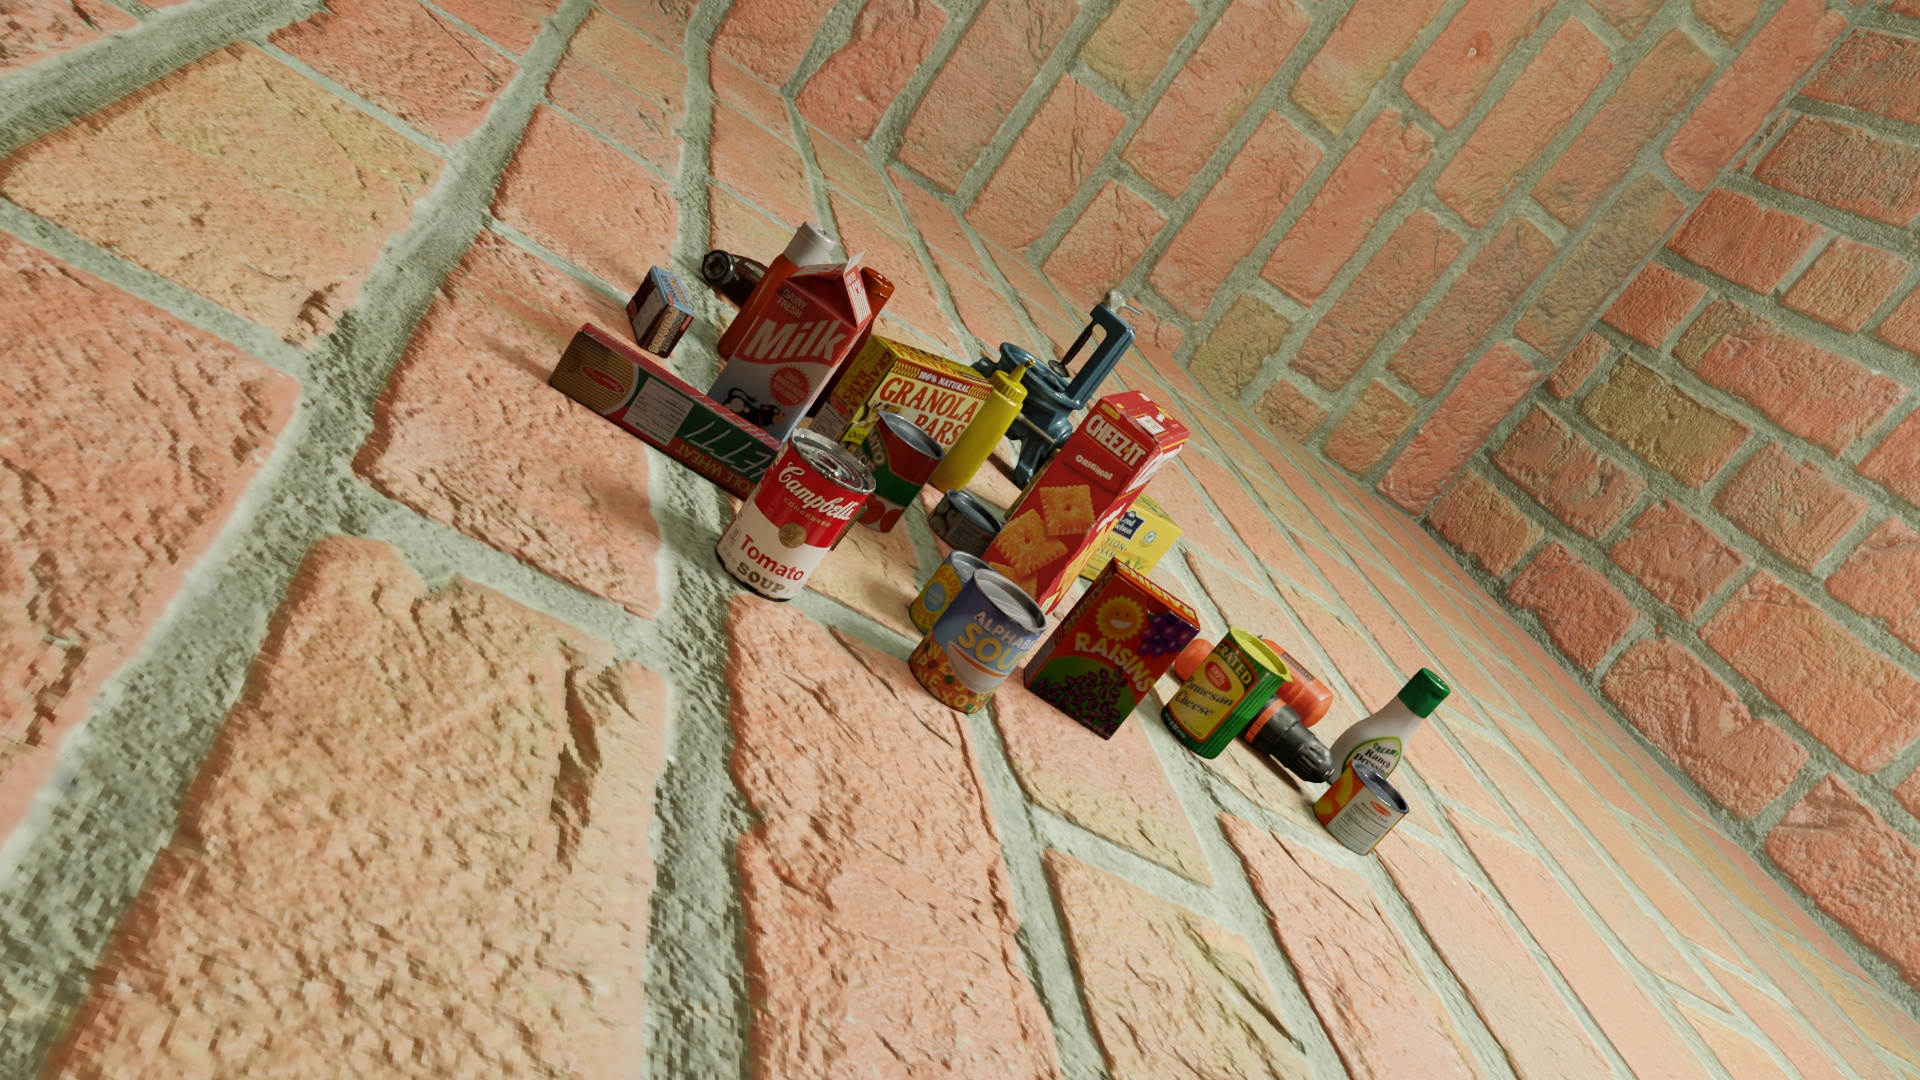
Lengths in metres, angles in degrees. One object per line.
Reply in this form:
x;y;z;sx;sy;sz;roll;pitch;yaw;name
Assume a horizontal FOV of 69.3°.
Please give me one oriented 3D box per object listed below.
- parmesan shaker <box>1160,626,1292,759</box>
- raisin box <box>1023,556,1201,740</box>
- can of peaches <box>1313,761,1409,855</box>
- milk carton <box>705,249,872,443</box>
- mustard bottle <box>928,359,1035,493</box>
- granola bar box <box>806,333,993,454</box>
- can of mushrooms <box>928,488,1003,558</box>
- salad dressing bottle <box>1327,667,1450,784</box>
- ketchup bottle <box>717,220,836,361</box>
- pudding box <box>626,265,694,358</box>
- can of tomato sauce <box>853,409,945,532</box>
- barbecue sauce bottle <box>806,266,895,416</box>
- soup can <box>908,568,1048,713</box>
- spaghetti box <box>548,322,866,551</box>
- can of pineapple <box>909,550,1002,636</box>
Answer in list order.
0.236;0.138;1.234;0.071;0.102;0.071;33;17;-12;parmesan shaker
0.120;0.086;1.107;0.086;0.123;0.040;34;17;-10;raisin box
0.371;0.248;1.289;0.071;0.058;0.071;33;17;-12;can of peaches
-0.134;-0.152;1.116;0.073;0.190;0.072;35;17;-6;milk carton
0.022;-0.121;1.389;0.049;0.159;0.065;33;17;-14;mustard bottle
-0.056;-0.117;1.288;0.039;0.124;0.166;46;19;26;granola bar box
0.005;-0.016;1.299;0.071;0.033;0.071;33;18;-12;can of mushrooms
0.427;0.192;1.389;0.064;0.147;0.044;32;17;-17;salad dressing bottle
-0.174;-0.233;1.319;0.043;0.148;0.065;34;17;-9;ketchup bottle
-0.266;-0.203;1.228;0.030;0.049;0.084;25;21;-34;pudding box
-0.065;-0.060;1.193;0.071;0.083;0.071;33;17;-12;can of tomato sauce
-0.117;-0.188;1.313;0.065;0.148;0.044;18;25;-47;barbecue sauce bottle
0.013;0.074;0.998;0.071;0.083;0.071;33;17;-12;soup can
-0.188;-0.076;1.052;0.250;0.050;0.029;32;18;-16;spaghetti box
0.001;0.050;1.082;0.071;0.057;0.071;33;17;-12;can of pineapple
